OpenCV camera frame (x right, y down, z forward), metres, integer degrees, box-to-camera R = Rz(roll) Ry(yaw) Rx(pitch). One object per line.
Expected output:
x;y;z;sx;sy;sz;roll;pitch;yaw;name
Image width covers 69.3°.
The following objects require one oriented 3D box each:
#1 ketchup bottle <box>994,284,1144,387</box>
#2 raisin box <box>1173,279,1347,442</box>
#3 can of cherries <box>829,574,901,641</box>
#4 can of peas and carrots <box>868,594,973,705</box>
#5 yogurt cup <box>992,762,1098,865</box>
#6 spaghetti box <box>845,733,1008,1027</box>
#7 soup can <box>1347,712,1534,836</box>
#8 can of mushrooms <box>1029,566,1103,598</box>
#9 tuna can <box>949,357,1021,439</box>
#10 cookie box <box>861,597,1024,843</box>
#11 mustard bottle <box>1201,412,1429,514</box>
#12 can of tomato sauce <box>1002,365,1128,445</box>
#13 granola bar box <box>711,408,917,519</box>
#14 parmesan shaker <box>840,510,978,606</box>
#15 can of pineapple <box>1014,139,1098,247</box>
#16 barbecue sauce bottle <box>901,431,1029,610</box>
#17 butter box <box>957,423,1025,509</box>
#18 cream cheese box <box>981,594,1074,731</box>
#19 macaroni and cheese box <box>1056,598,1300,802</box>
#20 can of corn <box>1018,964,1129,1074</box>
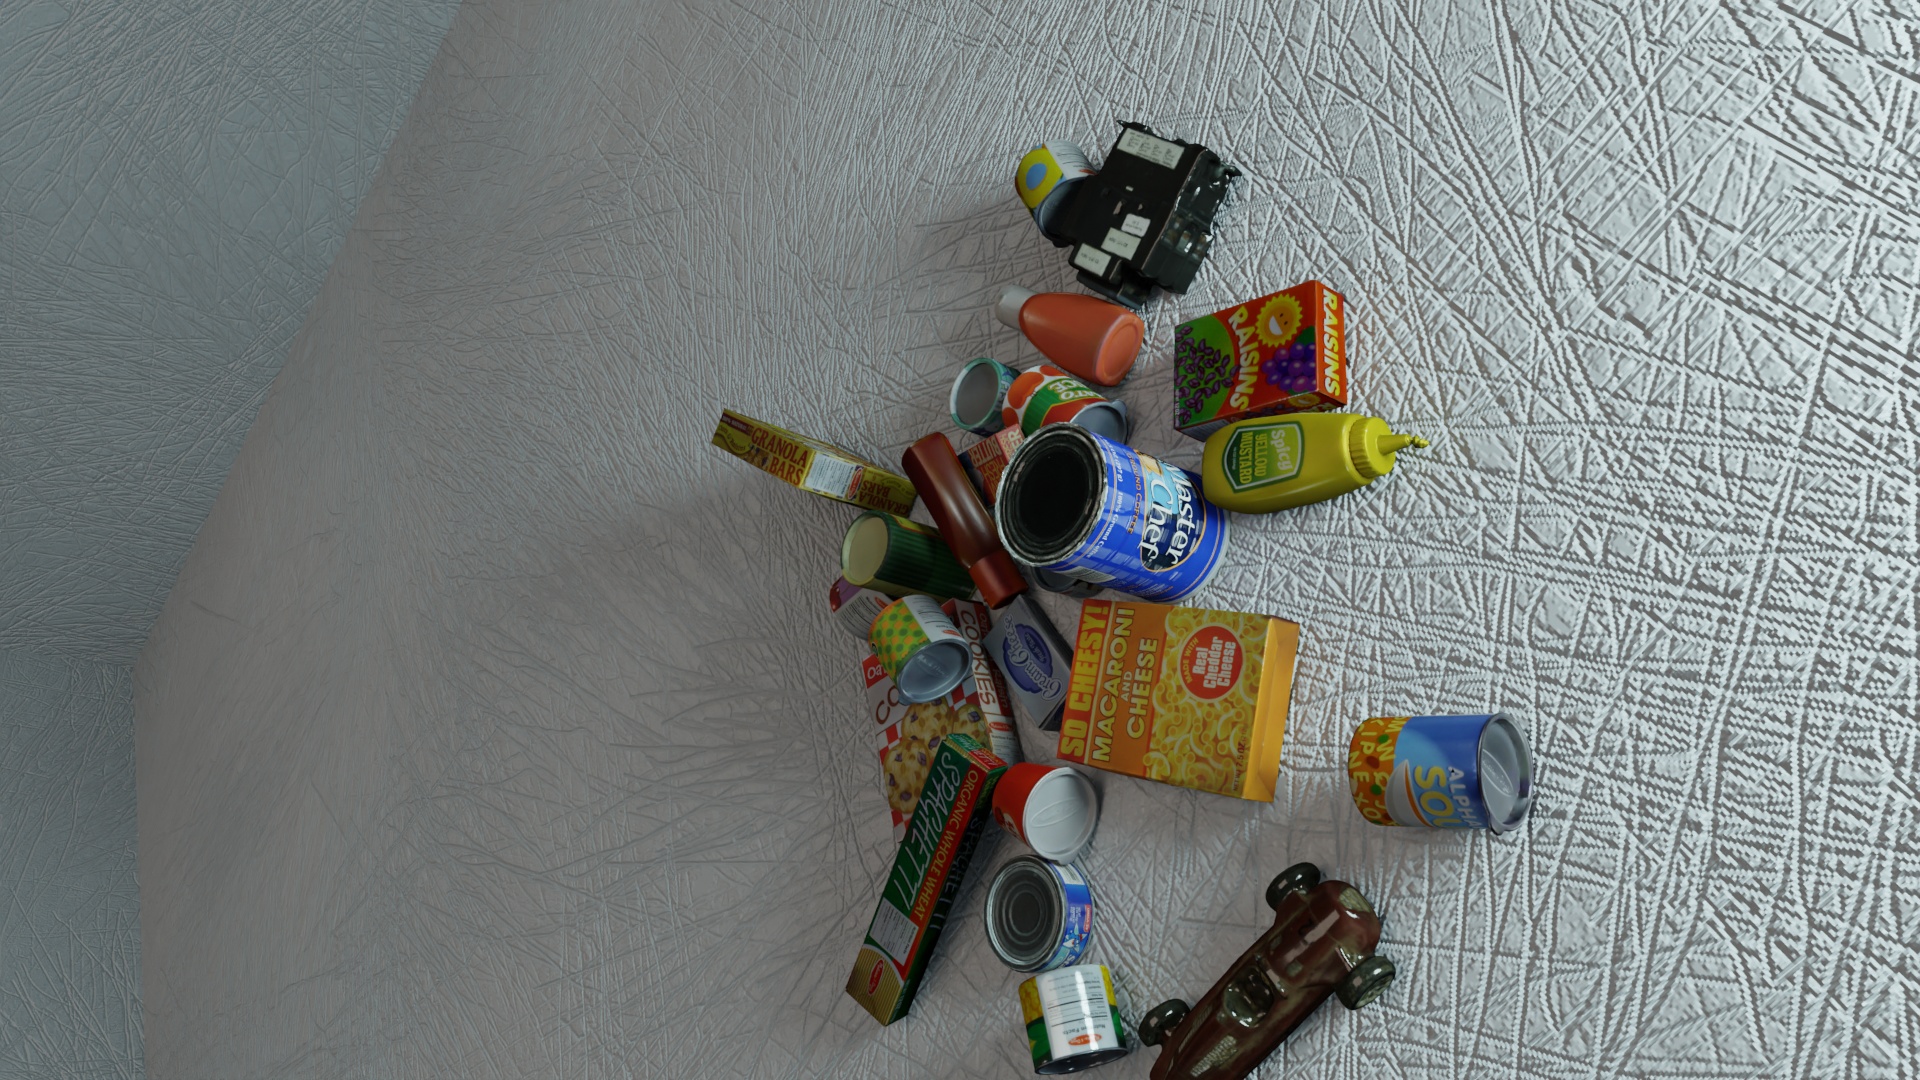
0.084;-0.176;1.144;0.149;0.043;0.064;34;101;47;ketchup bottle
0.212;-0.126;0.992;0.123;0.040;0.086;-14;67;45;raisin box
-0.073;0.045;1.223;0.058;0.071;0.072;-42;50;31;can of cherries
-0.034;0.087;1.101;0.070;0.071;0.059;-56;45;19;can of peas and carrots
0.060;0.197;1.029;0.054;0.072;0.072;8;83;56;yogurt cup
-0.028;0.266;1.086;0.050;0.029;0.249;32;112;32;spaghetti box
0.278;0.137;0.809;0.083;0.071;0.071;-10;70;46;soup can
0.089;0.009;1.083;0.071;0.033;0.071;-18;64;43;can of mushrooms
0.025;-0.122;1.197;0.071;0.033;0.071;-18;64;43;tuna can
-0.015;0.149;1.144;0.122;0.040;0.168;-36;54;34;cookie box
0.238;-0.057;0.933;0.160;0.049;0.065;-10;71;45;mustard bottle
0.083;-0.096;1.101;0.083;0.071;0.071;40;107;47;can of tomato sauce
-0.136;-0.070;1.283;0.166;0.124;0.039;26;97;48;granola bar box
-0.040;0.017;1.166;0.071;0.103;0.071;-18;64;43;parmesan shaker
0.084;-0.292;1.166;0.070;0.071;0.058;-47;47;27;can of pineapple
0.004;-0.014;1.140;0.044;0.064;0.149;-28;76;-10;barbecue sauce bottle
0.030;-0.057;1.132;0.053;0.024;0.103;67;159;0;butter box
0.060;0.095;1.091;0.053;0.024;0.104;-54;45;20;cream cheese box
0.150;0.109;0.978;0.166;0.040;0.124;3;79;47;macaroni and cheese box
0.077;0.333;0.963;0.071;0.071;0.058;-36;53;34;can of corn
